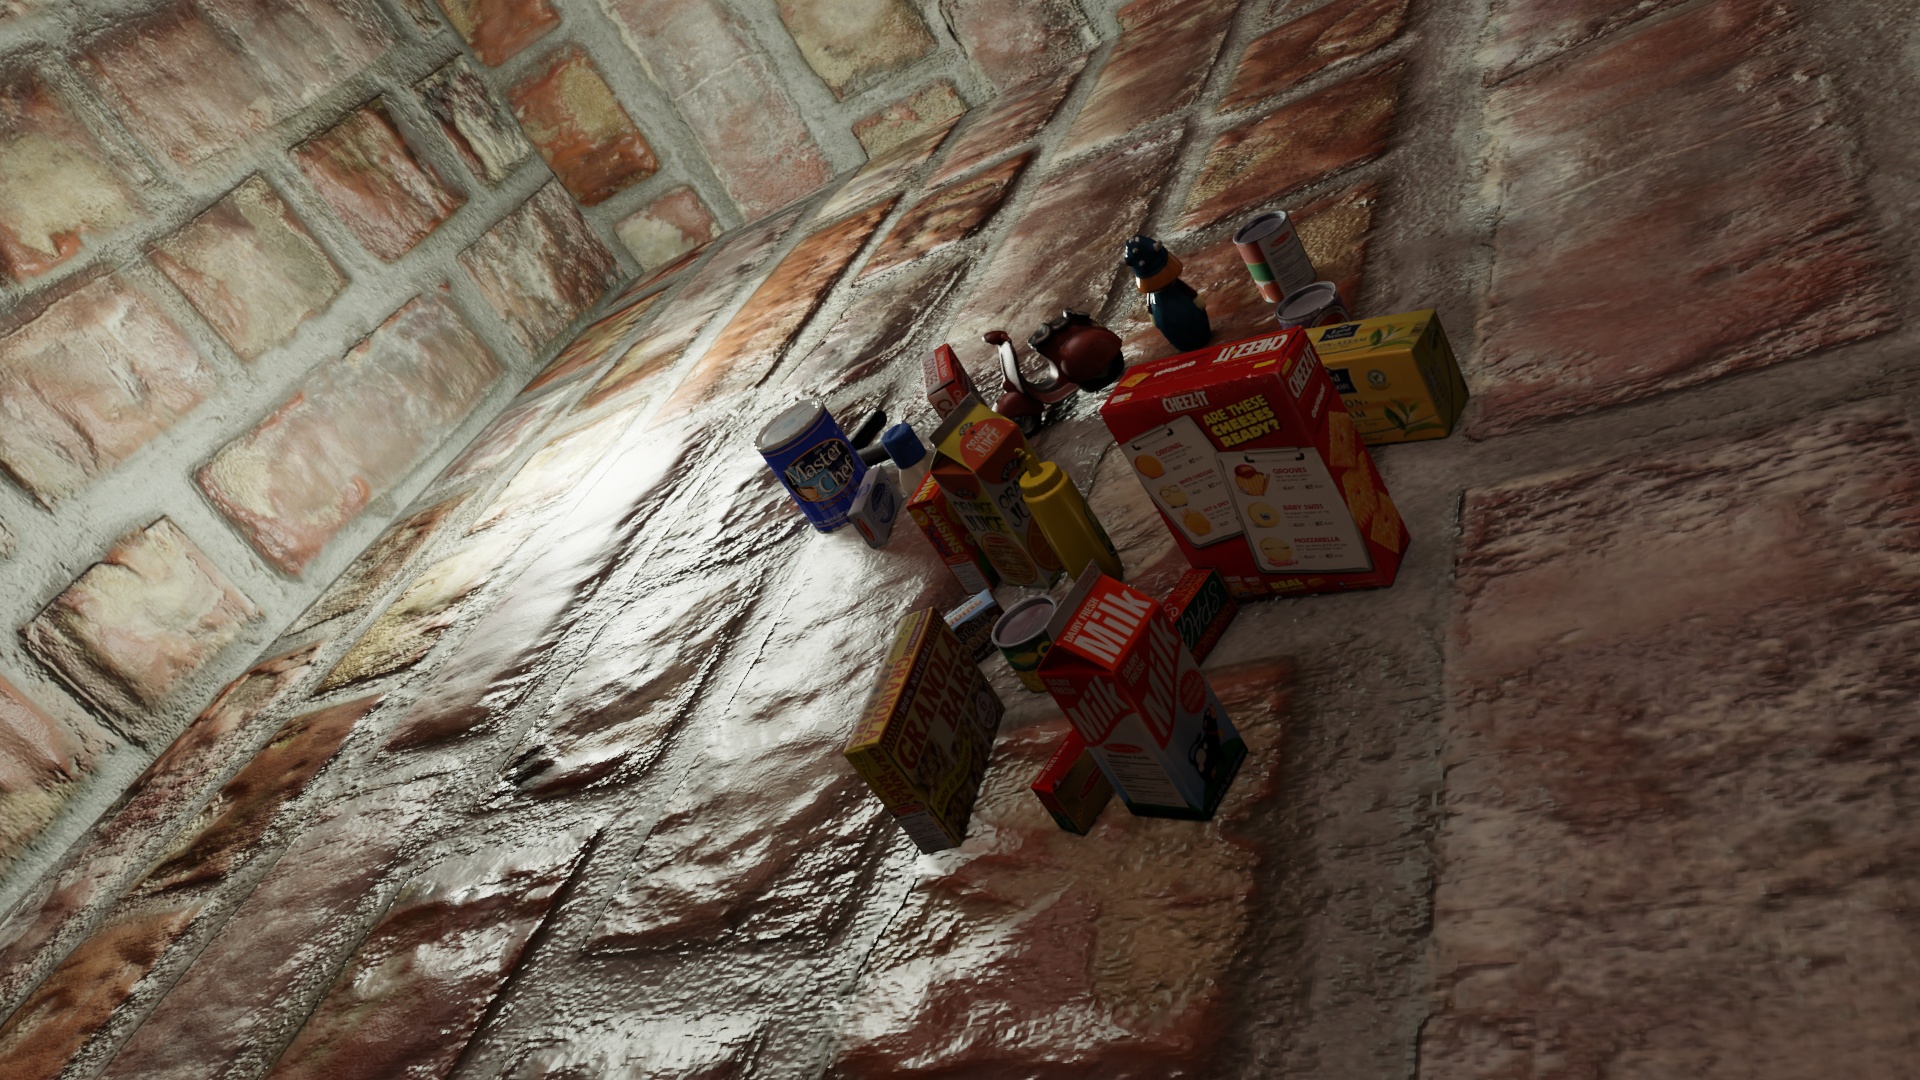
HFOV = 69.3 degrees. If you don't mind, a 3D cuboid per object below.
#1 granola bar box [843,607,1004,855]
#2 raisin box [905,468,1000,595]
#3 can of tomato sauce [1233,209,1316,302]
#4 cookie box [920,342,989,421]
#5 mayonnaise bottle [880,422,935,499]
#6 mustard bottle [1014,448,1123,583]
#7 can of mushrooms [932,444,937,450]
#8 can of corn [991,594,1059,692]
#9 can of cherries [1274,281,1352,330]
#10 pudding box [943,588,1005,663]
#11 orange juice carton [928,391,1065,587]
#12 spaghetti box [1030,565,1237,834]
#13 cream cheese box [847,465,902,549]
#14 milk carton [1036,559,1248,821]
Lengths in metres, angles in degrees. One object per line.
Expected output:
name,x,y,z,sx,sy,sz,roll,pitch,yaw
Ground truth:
granola bar box,-0.025,0.155,1.148,0.039,0.124,0.166,-19,29,29
raisin box,0.005,-0.018,1.418,0.040,0.123,0.086,-13,32,38
can of tomato sauce,0.359,-0.324,1.586,0.071,0.083,0.071,-27,26,15
cookie box,0.017,-0.127,1.544,0.040,0.167,0.123,-30,25,9
mayonnaise bottle,-0.033,-0.060,1.509,0.041,0.147,0.065,-18,30,32
mustard bottle,0.095,-0.023,1.276,0.049,0.159,0.065,-29,25,12
can of mushrooms,0.001,-0.124,1.715,0.071,0.033,0.071,-27,26,14
can of corn,0.072,0.091,1.222,0.071,0.058,0.071,-27,26,15
can of cherries,0.367,-0.223,1.426,0.071,0.058,0.072,-27,26,15
pudding box,0.006,0.090,1.313,0.084,0.049,0.030,-34,25,1
orange juice carton,0.039,-0.048,1.349,0.073,0.192,0.072,2,43,52
spaghetti box,0.142,0.120,1.096,0.028,0.050,0.251,-1,40,50
cream cheese box,-0.102,-0.040,1.667,0.024,0.053,0.104,-22,28,25
milk carton,0.121,0.107,0.981,0.073,0.190,0.073,-6,37,46
